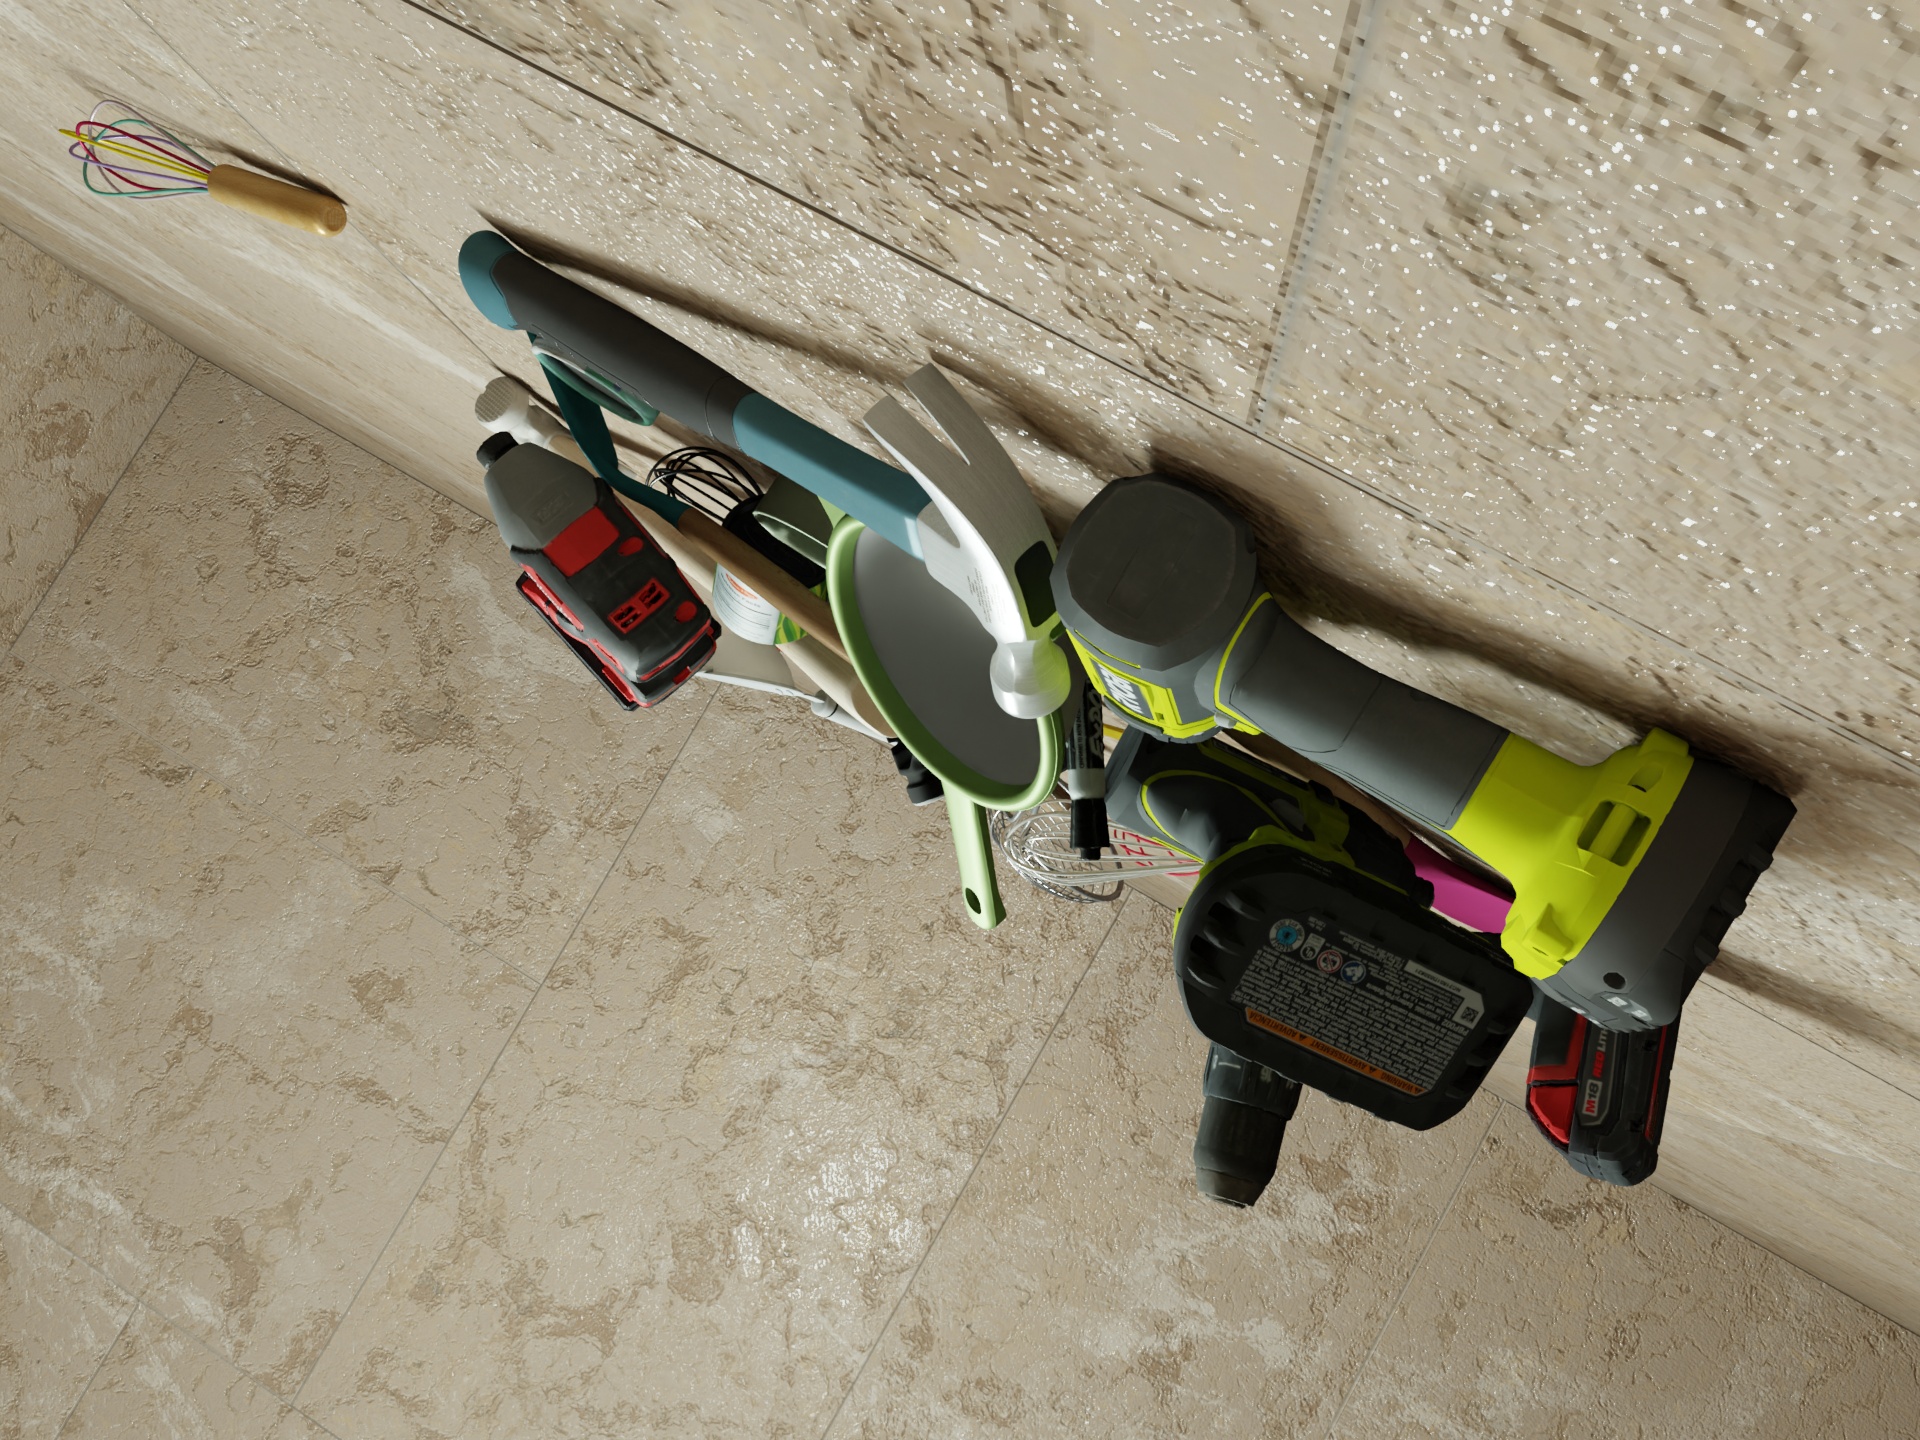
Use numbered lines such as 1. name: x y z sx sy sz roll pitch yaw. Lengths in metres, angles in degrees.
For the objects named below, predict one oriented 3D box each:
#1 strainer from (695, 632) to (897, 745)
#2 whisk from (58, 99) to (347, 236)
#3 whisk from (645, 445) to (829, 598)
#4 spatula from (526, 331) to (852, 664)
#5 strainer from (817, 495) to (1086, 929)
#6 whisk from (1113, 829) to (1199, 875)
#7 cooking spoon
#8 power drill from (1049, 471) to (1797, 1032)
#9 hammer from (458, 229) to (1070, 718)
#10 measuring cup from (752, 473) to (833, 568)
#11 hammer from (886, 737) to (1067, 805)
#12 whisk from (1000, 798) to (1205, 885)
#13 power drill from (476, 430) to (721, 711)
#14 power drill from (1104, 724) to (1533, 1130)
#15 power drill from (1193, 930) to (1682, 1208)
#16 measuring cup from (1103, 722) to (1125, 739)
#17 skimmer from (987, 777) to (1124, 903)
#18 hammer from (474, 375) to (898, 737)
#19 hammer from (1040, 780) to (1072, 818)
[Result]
1. strainer: -0.102 -0.017 1.117 0.087 0.050 0.258 8 169 44
2. whisk: -0.427 -0.303 0.887 0.245 0.051 0.047 24 167 29
3. whisk: -0.104 -0.107 0.979 0.055 0.055 0.238 26 179 37
4. spatula: -0.118 -0.100 0.828 0.318 0.044 0.082 37 176 16
5. strainer: 0.017 -0.002 0.738 0.152 0.069 0.256 35 149 36
6. whisk: 0.171 0.089 1.039 0.073 0.073 0.296 32 -179 -21
7. cooking spoon: 0.214 0.051 0.831 0.318 0.017 0.069 33 160 -28
8. power drill: 0.142 0.012 0.548 0.229 0.080 0.190 31 175 17
9. hammer: -0.091 -0.121 0.627 0.331 0.033 0.128 33 154 30
10. measuring cup: -0.036 -0.083 0.845 0.167 0.038 0.083 32 175 -41
11. hammer: -0.002 -0.003 0.956 0.127 0.034 0.337 68 166 -6
12. whisk: 0.146 0.079 0.914 0.246 0.057 0.059 4 -148 4
13. power drill: -0.199 -0.079 0.876 0.143 0.078 0.219 48 171 -1
14. power drill: 0.154 0.077 0.696 0.171 0.080 0.223 25 -165 -7
15. power drill: 0.229 0.171 0.801 0.227 0.188 0.080 7 162 32
16. measuring cup: 0.068 -0.016 1.029 0.156 0.029 0.062 19 168 -9
17. skimmer: 0.073 0.020 0.975 0.127 0.090 0.363 56 164 19
18. hammer: -0.165 -0.102 1.046 0.411 0.038 0.146 38 -179 34
19. hammer: -0.052 -0.026 1.240 0.331 0.031 0.130 34 -173 6
